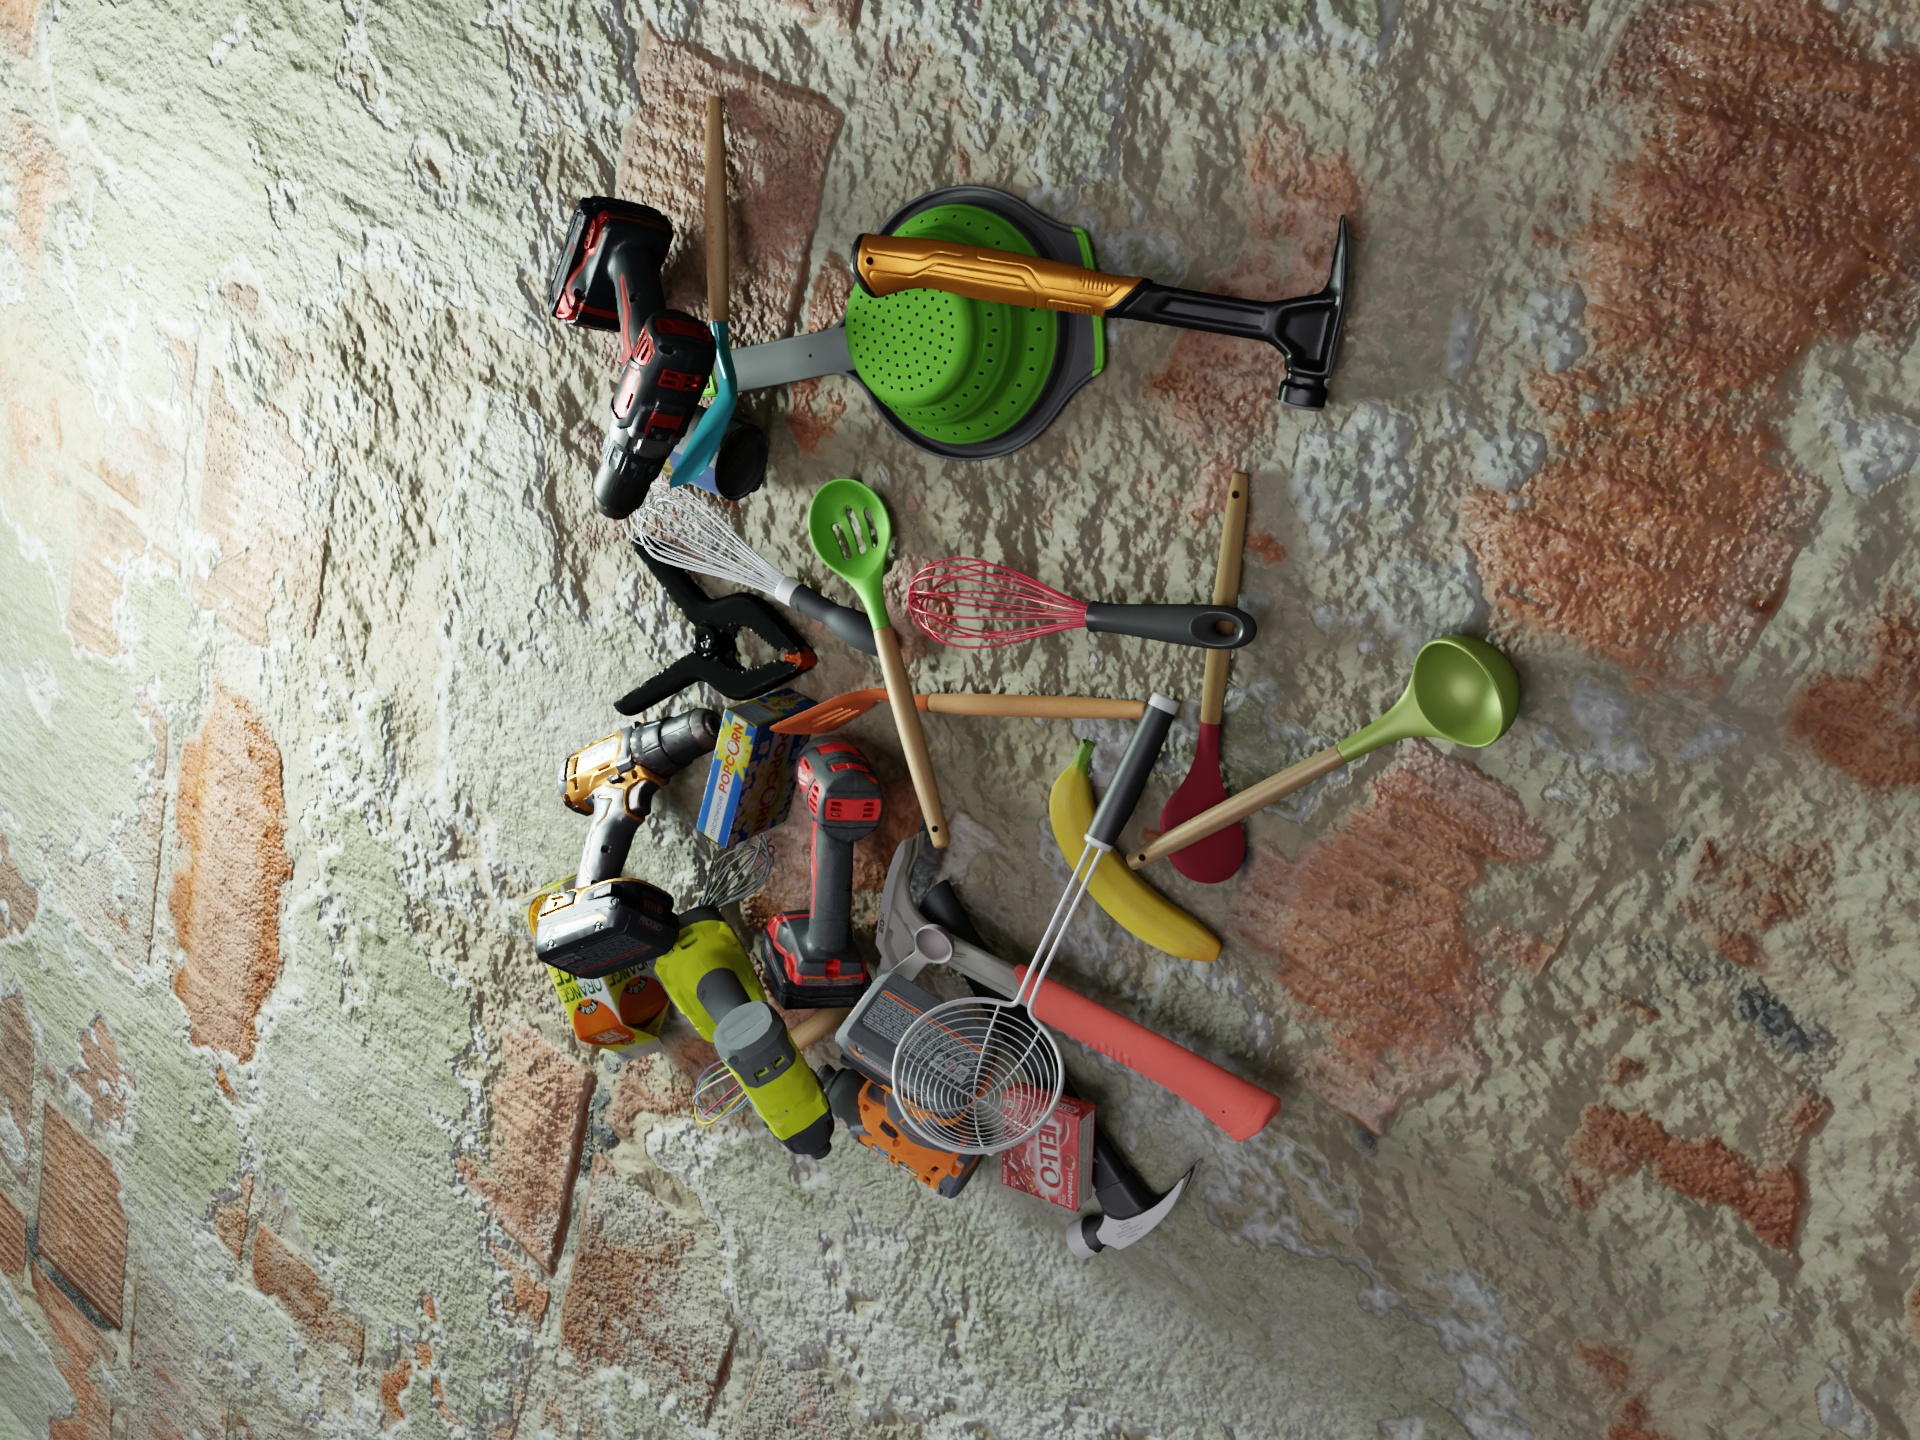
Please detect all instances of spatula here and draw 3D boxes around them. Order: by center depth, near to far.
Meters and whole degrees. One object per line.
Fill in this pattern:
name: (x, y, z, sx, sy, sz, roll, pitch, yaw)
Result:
spatula: (-0.204, -0.346, 1.277, 0.082, 0.044, 0.317, -5, 86, 59)
spatula: (-0.002, -0.004, 1.282, 0.323, 0.081, 0.041, 2, 88, 28)

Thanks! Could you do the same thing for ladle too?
ladle: (0.241, 0.036, 1.110, 0.320, 0.062, 0.078, -32, 82, 30)
ladle: (0.188, -0.024, 1.165, 0.069, 0.031, 0.315, 12, 108, 27)

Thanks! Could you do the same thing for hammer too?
hammer: (0.091, -0.298, 1.075, 0.337, 0.034, 0.127, 11, 110, 8)
hammer: (0.085, 0.220, 1.251, 0.359, 0.036, 0.149, 24, 116, 28)
hammer: (0.067, 0.280, 1.326, 0.146, 0.035, 0.335, -37, 82, 35)

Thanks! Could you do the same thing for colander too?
colander: (-0.085, -0.289, 1.224, 0.397, 0.094, 0.204, -2, 102, 33)

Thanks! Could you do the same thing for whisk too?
whisk: (0.081, -0.080, 1.190, 0.296, 0.073, 0.073, 8, 108, 31)
whisk: (-0.171, -0.124, 1.356, 0.285, 0.070, 0.070, 30, 118, 17)
whisk: (-0.239, 0.172, 1.488, 0.055, 0.055, 0.239, 52, 129, 10)
whisk: (-0.174, 0.318, 1.489, 0.245, 0.047, 0.051, -38, 100, 31)

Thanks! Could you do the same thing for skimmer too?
skimmer: (0.069, 0.144, 1.173, 0.127, 0.090, 0.363, 26, 93, 22)

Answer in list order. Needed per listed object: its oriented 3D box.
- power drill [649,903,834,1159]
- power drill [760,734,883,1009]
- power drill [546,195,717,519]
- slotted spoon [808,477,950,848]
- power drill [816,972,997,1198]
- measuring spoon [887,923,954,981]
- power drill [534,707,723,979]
power drill: (-0.186, 0.273, 1.384, 0.223, 0.080, 0.171, 41, 159, 51)
power drill: (-0.115, 0.123, 1.350, 0.143, 0.078, 0.219, -130, 45, -64)
power drill: (-0.272, -0.294, 1.295, 0.187, 0.080, 0.227, -56, 44, 38)
slotted spoon: (-0.057, -0.048, 1.271, 0.070, 0.031, 0.314, -21, 75, 17)
power drill: (-0.052, 0.304, 1.333, 0.164, 0.084, 0.226, 29, 146, 15)
measuring spoon: (-0.040, 0.202, 1.306, 0.034, 0.018, 0.124, 43, 131, 2)
power drill: (-0.291, 0.100, 1.425, 0.185, 0.084, 0.226, -22, 51, 30)
